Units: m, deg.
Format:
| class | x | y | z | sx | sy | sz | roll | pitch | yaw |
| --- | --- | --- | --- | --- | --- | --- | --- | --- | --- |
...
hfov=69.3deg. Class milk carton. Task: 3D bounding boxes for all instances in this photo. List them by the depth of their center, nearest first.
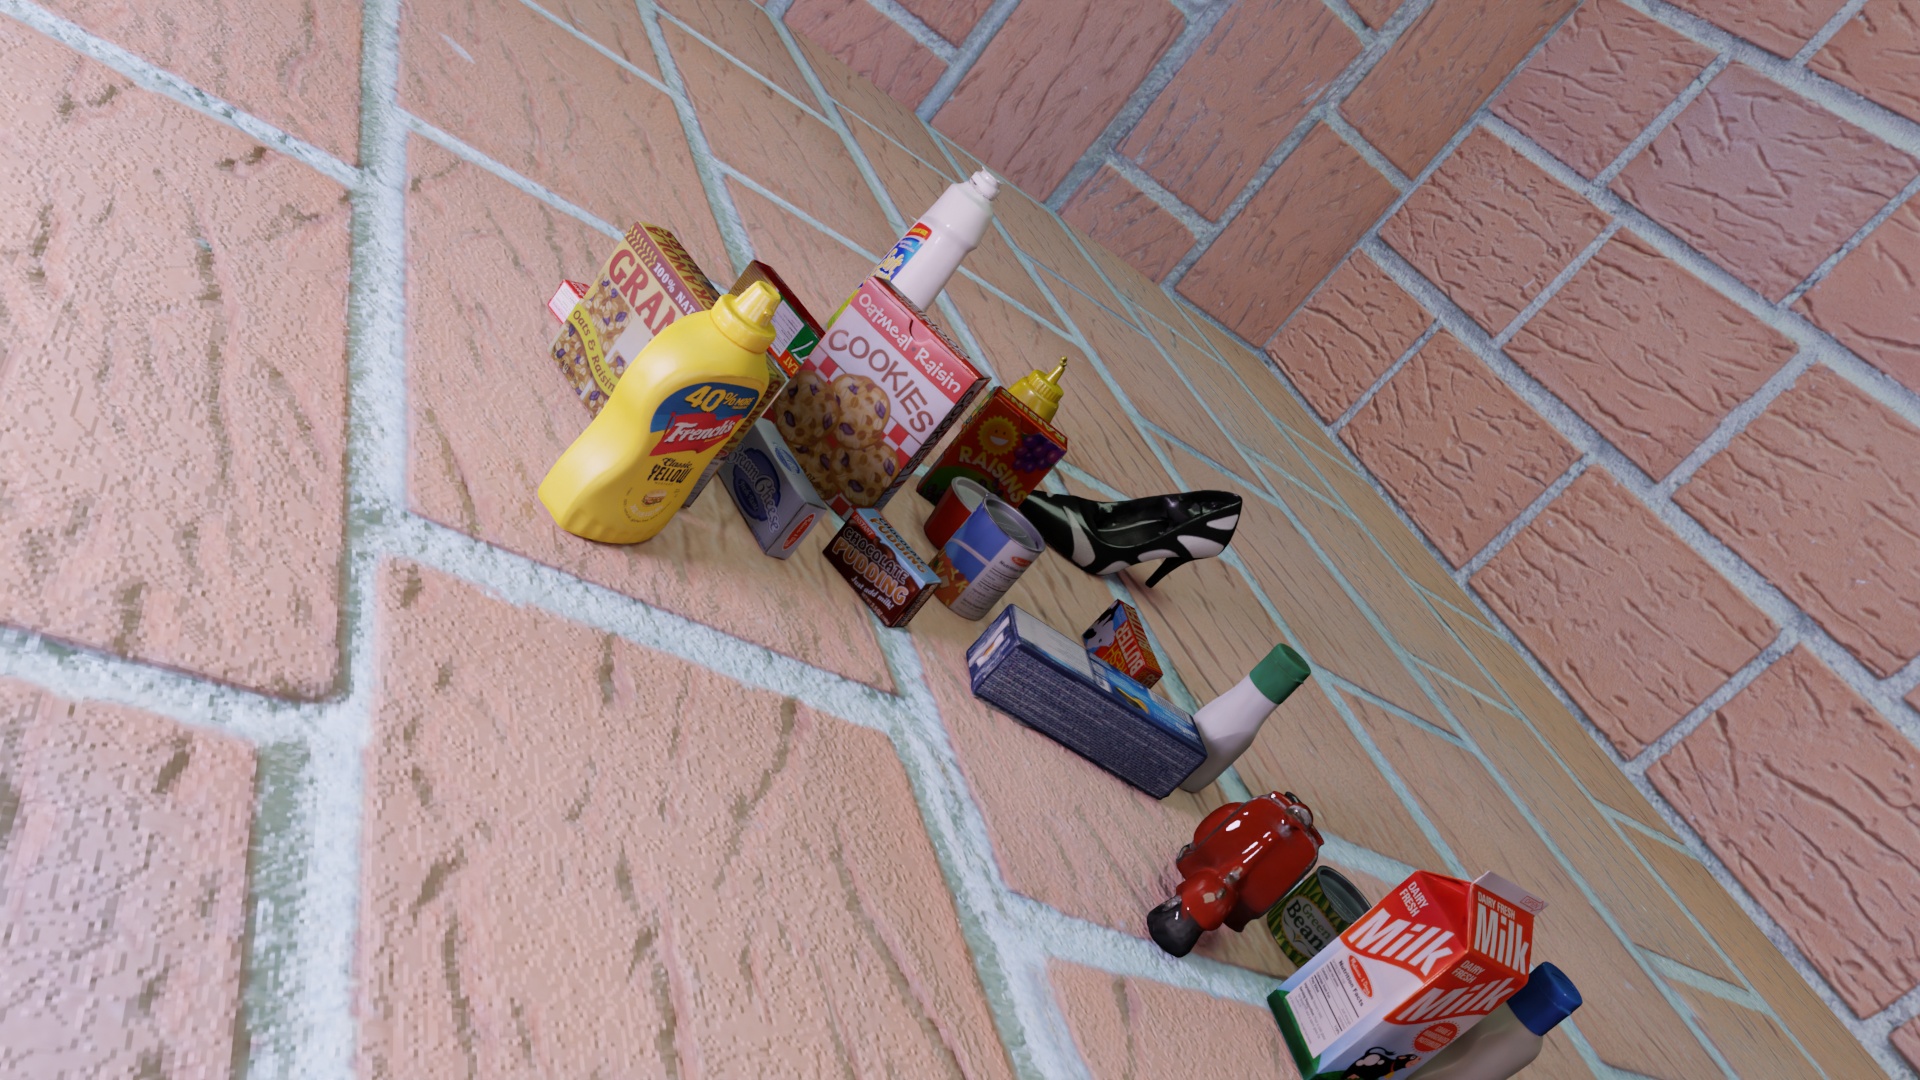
| class | x | y | z | sx | sy | sz | roll | pitch | yaw |
| --- | --- | --- | --- | --- | --- | --- | --- | --- | --- |
| milk carton | 0.310 | 0.295 | 0.947 | 0.072 | 0.190 | 0.074 | 30 | 23 | -29 |

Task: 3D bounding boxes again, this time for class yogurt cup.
| class | x | y | z | sx | sy | sz | roll | pitch | yaw |
| --- | --- | --- | --- | --- | --- | --- | --- | --- | --- |
| yogurt cup | 0.004 | -0.016 | 1.239 | 0.072 | 0.053 | 0.073 | 35 | 21 | -15 |

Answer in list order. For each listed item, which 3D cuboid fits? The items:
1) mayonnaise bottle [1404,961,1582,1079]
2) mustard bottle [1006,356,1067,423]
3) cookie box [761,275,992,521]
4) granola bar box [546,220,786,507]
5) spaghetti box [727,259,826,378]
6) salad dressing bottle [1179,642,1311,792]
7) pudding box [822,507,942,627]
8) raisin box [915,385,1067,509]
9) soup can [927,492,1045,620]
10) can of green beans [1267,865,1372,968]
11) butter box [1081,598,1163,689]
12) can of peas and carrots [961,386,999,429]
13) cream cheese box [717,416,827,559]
| class | x | y | z | sx | sy | sz | roll | pitch | yaw |
| --- | --- | --- | --- | --- | --- | --- | --- | --- | --- |
| mayonnaise bottle | 0.375 | 0.360 | 0.993 | 0.064 | 0.147 | 0.041 | 33 | 21 | -21 |
| mustard bottle | 0.060 | -0.123 | 1.407 | 0.065 | 0.159 | 0.049 | 46 | 20 | 14 |
| cookie box | -0.074 | -0.111 | 1.132 | 0.123 | 0.167 | 0.040 | 44 | 20 | 9 |
| granola bar box | -0.210 | -0.125 | 0.976 | 0.166 | 0.124 | 0.039 | 51 | 22 | 25 |
| spaghetti box | -0.136 | -0.165 | 1.300 | 0.251 | 0.050 | 0.029 | 51 | 22 | 25 |
| salad dressing bottle | 0.232 | 0.149 | 1.172 | 0.064 | 0.147 | 0.044 | 23 | 27 | -42 |
| pudding box | -0.059 | 0.020 | 1.057 | 0.084 | 0.049 | 0.030 | 48 | 21 | 18 |
| raisin box | 0.030 | -0.071 | 1.297 | 0.086 | 0.123 | 0.040 | 38 | 20 | -9 |
| soup can | 0.018 | 0.013 | 1.161 | 0.071 | 0.083 | 0.071 | 35 | 21 | -15 |
| can of green beans | 0.284 | 0.298 | 1.086 | 0.071 | 0.057 | 0.071 | 35 | 21 | -15 |
| butter box | 0.145 | 0.103 | 1.247 | 0.024 | 0.053 | 0.104 | 31 | 22 | -26 |
| can of peas and carrots | 0.042 | -0.127 | 1.530 | 0.071 | 0.058 | 0.071 | 35 | 21 | -15 |
| cream cheese box | -0.142 | -0.040 | 1.028 | 0.024 | 0.053 | 0.104 | 17 | 31 | -49 |
